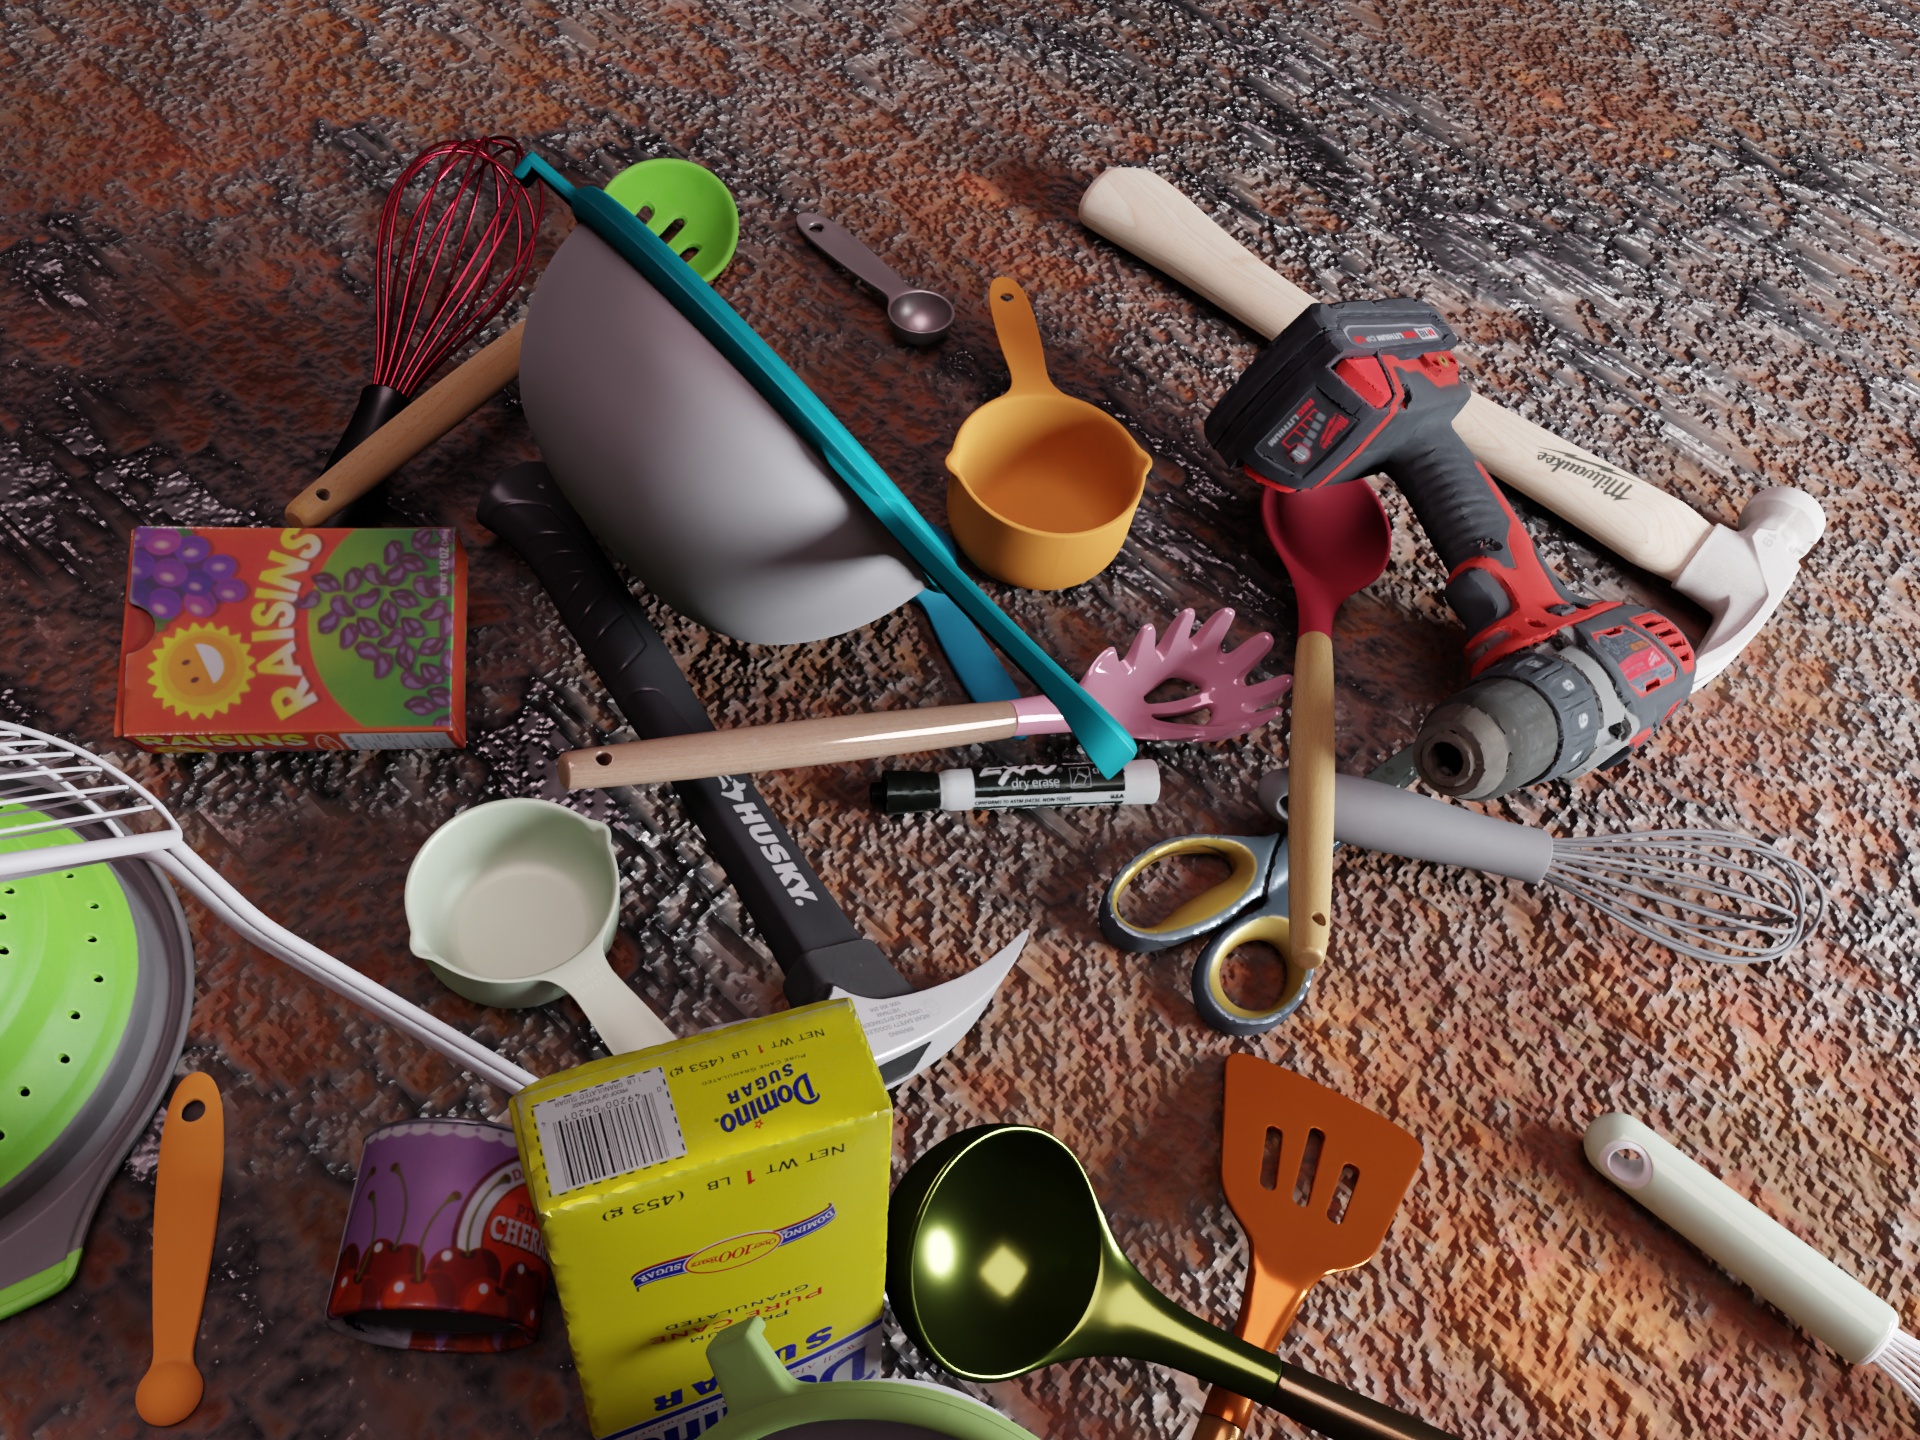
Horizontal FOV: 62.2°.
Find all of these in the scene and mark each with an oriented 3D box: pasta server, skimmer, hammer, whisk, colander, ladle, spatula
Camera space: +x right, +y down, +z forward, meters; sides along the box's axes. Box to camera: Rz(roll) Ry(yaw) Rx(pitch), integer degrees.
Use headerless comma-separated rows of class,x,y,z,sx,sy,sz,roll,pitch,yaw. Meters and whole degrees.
pasta server,-0.001,-0.002,0.627,0.316,0.040,0.060,-7,62,-31
skimmer,-0.167,0.108,0.433,0.362,0.127,0.090,42,54,-34
hammer,0.226,-0.165,0.815,0.411,0.038,0.146,36,60,16
whisk,0.332,0.224,0.565,0.246,0.057,0.059,37,24,20
colander,-0.402,0.019,0.557,0.204,0.094,0.397,-16,60,-18
whisk,0.237,0.054,0.652,0.239,0.055,0.055,13,55,-3
ladle,0.124,0.215,0.488,0.320,0.062,0.078,24,70,5
ladle,0.150,-0.017,0.667,0.069,0.031,0.316,23,41,-6
spatula,0.075,0.254,0.516,0.081,0.041,0.323,25,60,8
whisk,-0.256,-0.161,0.729,0.073,0.073,0.296,11,62,-1
hammer,-0.106,0.006,0.630,0.146,0.035,0.335,-6,47,-42

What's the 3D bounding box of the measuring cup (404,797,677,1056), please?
measuring cup,-0.135,0.101,0.579,0.083,0.038,0.168,-35,69,-27

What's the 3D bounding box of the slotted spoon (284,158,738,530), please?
slotted spoon,-0.200,-0.178,0.738,0.070,0.031,0.314,41,49,-8

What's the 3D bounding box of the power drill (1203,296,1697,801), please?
power drill,0.204,-0.070,0.682,0.188,0.080,0.227,-18,69,-44

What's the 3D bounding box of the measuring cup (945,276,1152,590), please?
measuring cup,0.031,-0.136,0.757,0.095,0.052,0.174,-3,55,-11

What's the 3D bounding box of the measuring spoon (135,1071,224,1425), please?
measuring spoon,-0.258,0.170,0.526,0.021,0.011,0.117,-4,57,-12

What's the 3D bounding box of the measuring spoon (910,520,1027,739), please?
measuring spoon,-0.001,-0.045,0.705,0.042,0.021,0.129,-20,59,-20

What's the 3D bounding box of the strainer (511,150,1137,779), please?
strainer,-0.069,-0.062,0.592,0.095,0.210,0.341,-43,53,0

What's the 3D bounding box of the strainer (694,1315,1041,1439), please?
strainer,0.036,0.257,0.454,0.256,0.151,0.069,14,13,6

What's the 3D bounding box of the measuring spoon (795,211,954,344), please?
measuring spoon,-0.048,-0.231,0.834,0.034,0.018,0.124,-30,58,-25
